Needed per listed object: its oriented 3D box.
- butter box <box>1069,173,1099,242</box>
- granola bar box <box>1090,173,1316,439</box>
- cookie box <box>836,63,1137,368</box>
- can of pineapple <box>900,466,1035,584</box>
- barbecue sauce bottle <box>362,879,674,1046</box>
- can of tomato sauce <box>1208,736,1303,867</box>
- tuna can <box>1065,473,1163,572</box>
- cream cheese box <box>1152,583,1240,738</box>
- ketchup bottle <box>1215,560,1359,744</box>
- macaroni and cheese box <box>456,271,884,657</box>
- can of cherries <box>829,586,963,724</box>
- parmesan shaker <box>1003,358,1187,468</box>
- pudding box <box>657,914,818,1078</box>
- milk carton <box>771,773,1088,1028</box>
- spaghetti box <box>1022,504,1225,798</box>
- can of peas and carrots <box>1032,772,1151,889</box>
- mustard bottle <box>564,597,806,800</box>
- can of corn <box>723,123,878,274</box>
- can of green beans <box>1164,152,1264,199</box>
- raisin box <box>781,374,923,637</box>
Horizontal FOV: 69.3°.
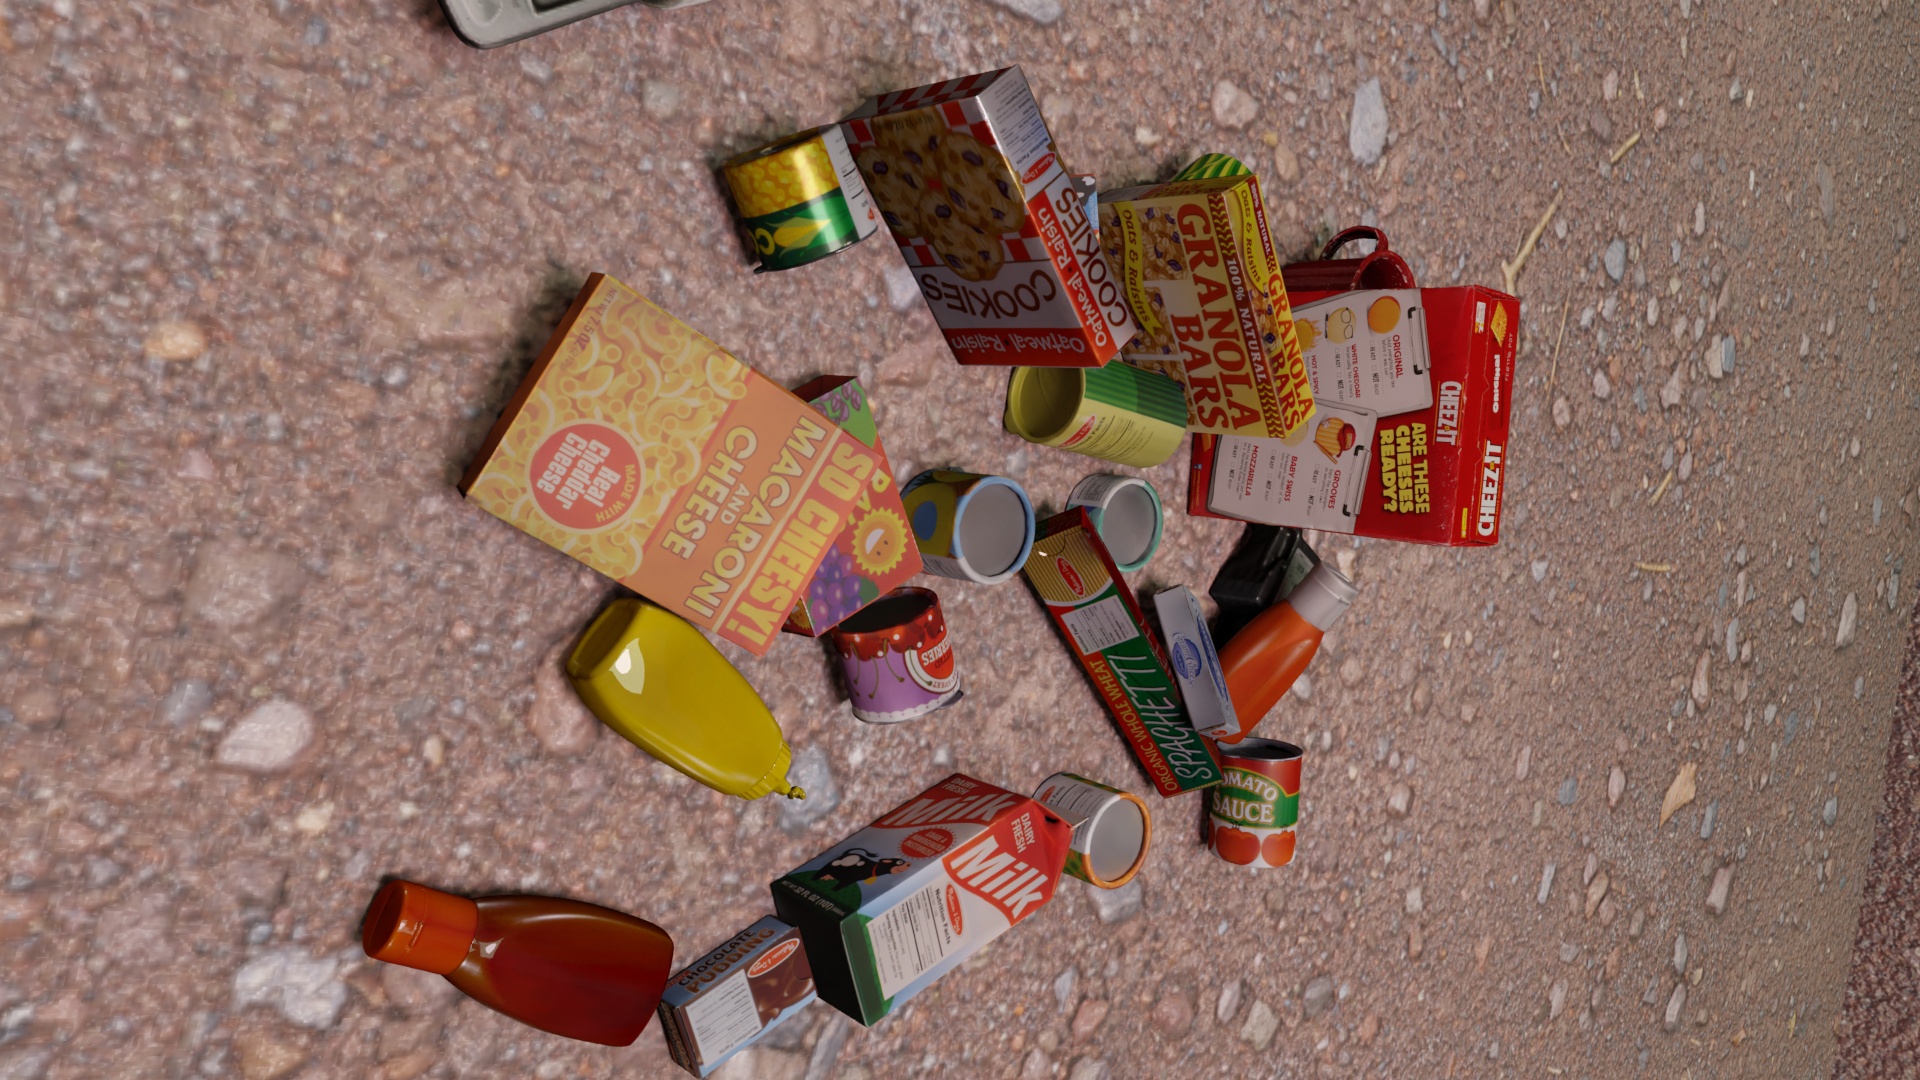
[{"bbox_3d":[0.065,-0.181,0.891,0.053,0.024,0.103,-15,105,-40],"label":"butter box"},{"bbox_3d":[0.155,-0.151,0.908,0.039,0.124,0.165,-36,118,-31],"label":"granola bar box"},{"bbox_3d":[0.016,-0.176,0.783,0.040,0.123,0.167,-45,122,-27],"label":"cookie box"},{"bbox_3d":[0.003,-0.010,0.836,0.071,0.058,0.071,-6,99,-41],"label":"can of pineapple"},{"bbox_3d":[-0.215,0.203,0.682,0.148,0.043,0.065,32,74,-38],"label":"barbecue sauce bottle"},{"bbox_3d":[0.221,0.197,1.048,0.071,0.071,0.083,-3,98,-41],"label":"can of tomato sauce"},{"bbox_3d":[0.105,-0.010,0.942,0.071,0.033,0.071,-6,99,-40],"label":"tuna can"},{"bbox_3d":[0.165,0.086,0.971,0.053,0.024,0.104,33,40,-65],"label":"cream cheese box"},{"bbox_3d":[0.225,0.081,1.006,0.064,0.044,0.148,27,110,-36],"label":"ketchup bottle"},{"bbox_3d":[-0.139,-0.035,0.686,0.166,0.040,0.124,33,86,-27],"label":"macaroni and cheese box"},{"bbox_3d":[-0.035,0.065,0.803,0.072,0.071,0.058,-27,112,-36],"label":"can of cherries"},{"bbox_3d":[0.088,-0.085,0.899,0.103,0.071,0.071,10,89,-43],"label":"parmesan shaker"},{"bbox_3d":[-0.125,0.254,0.776,0.084,0.030,0.049,-27,112,-36],"label":"pudding box"},{"bbox_3d":[-0.011,0.203,0.842,0.191,0.072,0.073,-25,111,-36],"label":"milk carton"},{"bbox_3d":[0.112,0.083,0.946,0.249,0.050,0.029,58,21,-30],"label":"spaghetti box"},{"bbox_3d":[0.088,0.196,0.936,0.071,0.058,0.071,-7,101,-40],"label":"can of peas and carrots"},{"bbox_3d":[-0.135,0.097,0.735,0.065,0.049,0.159,-55,127,-21],"label":"mustard bottle"},{"bbox_3d":[-0.087,-0.180,0.732,0.071,0.071,0.058,-36,117,-32],"label":"can of corn"},{"bbox_3d":[0.165,-0.222,0.945,0.058,0.071,0.071,-40,120,-31],"label":"can of green beans"},{"bbox_3d":[-0.079,-0.020,0.775,0.086,0.040,0.123,-33,115,-34],"label":"raisin box"}]
